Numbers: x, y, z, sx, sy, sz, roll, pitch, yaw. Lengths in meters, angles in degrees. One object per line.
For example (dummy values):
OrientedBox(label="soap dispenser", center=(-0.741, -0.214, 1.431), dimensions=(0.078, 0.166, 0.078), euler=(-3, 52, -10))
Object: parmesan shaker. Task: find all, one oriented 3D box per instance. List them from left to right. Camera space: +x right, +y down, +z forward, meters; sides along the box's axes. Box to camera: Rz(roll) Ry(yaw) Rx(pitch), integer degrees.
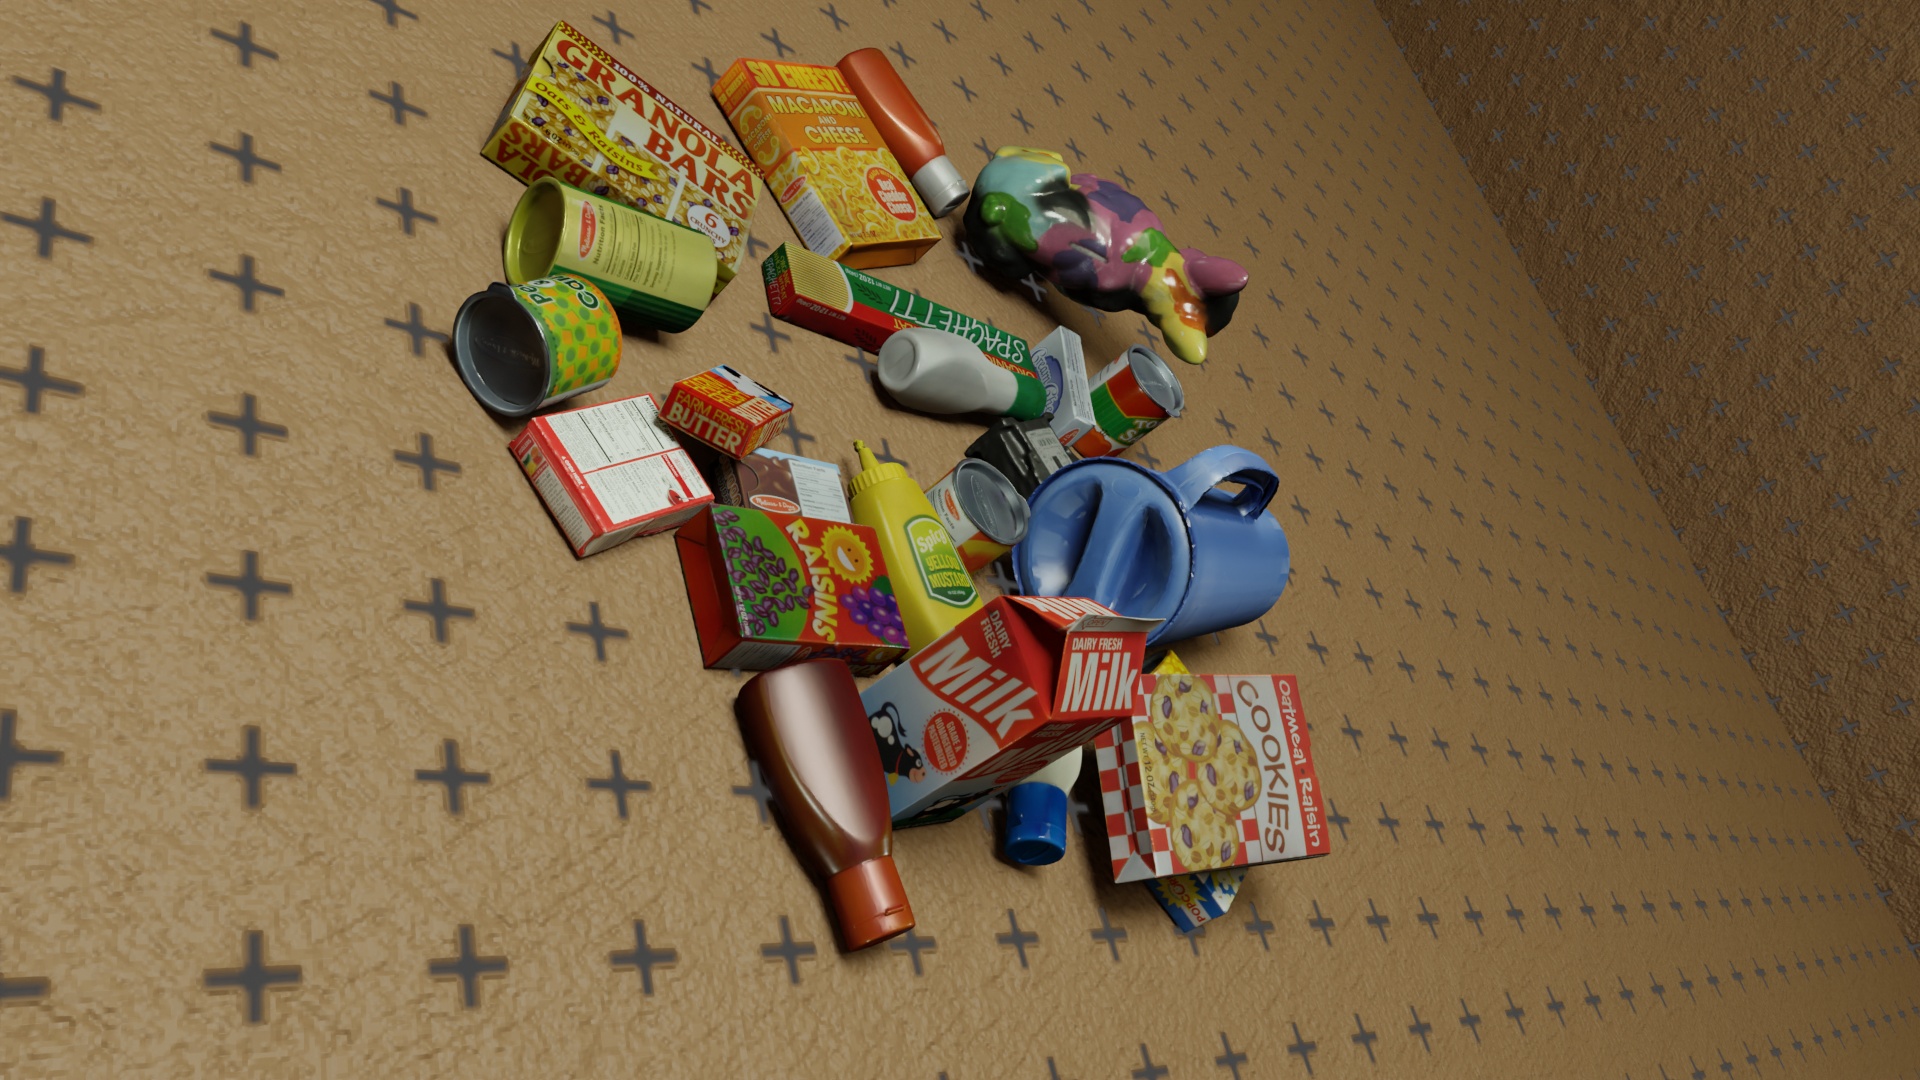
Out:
OrientedBox(label="parmesan shaker", center=(-0.203, -0.161, 0.810), dimensions=(0.103, 0.071, 0.071), euler=(12, 52, -45))

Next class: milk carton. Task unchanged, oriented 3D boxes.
OrientedBox(label="milk carton", center=(0.021, 0.085, 0.744), dimensions=(0.072, 0.189, 0.073), euler=(6, 56, -48))

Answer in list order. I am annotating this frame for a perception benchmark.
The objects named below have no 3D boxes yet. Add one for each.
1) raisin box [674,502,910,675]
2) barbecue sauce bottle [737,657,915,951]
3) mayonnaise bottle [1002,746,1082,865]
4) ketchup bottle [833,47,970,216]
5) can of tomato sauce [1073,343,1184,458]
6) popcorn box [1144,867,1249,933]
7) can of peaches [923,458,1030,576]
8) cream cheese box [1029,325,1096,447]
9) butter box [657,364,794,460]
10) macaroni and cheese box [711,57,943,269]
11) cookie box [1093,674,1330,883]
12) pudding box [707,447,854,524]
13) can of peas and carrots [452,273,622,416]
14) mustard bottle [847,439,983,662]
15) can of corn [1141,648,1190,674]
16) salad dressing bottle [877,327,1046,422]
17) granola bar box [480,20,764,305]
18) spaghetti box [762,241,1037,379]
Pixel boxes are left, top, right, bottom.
OrientedBox(label="raisin box", center=(-0.094, 0.030, 0.791), dimensions=(0.123, 0.040, 0.086), euler=(8, 54, -45))
OrientedBox(label="barbecue sauce bottle", center=(-0.065, 0.137, 0.727), dimensions=(0.065, 0.043, 0.149), euler=(-6, 65, -40))
OrientedBox(label="mayonnaise bottle", center=(0.048, 0.125, 0.858), dimensions=(0.041, 0.064, 0.149), euler=(25, 46, -23))
OrientedBox(label="ketchup bottle", center=(-0.048, -0.344, 1.172), dimensions=(0.149, 0.043, 0.065), euler=(55, 35, 2))
OrientedBox(label="can of tomato sauce", center=(0.132, -0.110, 1.143), dimensions=(0.071, 0.082, 0.071), euler=(31, 40, -30))
OrientedBox(label="popcorn box", center=(0.161, 0.193, 0.949), dimensions=(0.085, 0.038, 0.127), euler=(53, 34, -1))
OrientedBox(label="can of peaches", center=(0.003, -0.012, 0.927), dimensions=(0.071, 0.058, 0.071), euler=(31, 39, -29))
OrientedBox(label="cream cheese box", center=(0.077, -0.118, 1.111), dimensions=(0.024, 0.053, 0.104), euler=(25, 43, -33))
OrientedBox(label="butter box", center=(-0.134, -0.076, 0.807), dimensions=(0.053, 0.024, 0.104), euler=(28, 14, -1))
OrientedBox(label="macaroni and cheese box", center=(-0.101, -0.286, 1.062), dimensions=(0.124, 0.040, 0.166), euler=(-21, 78, -55))
OrientedBox(label="cookie box", center=(0.163, 0.149, 0.894), dimensions=(0.168, 0.040, 0.123), euler=(5, 70, -38))
OrientedBox(label="pudding box", center=(-0.107, -0.026, 0.834), dimensions=(0.084, 0.030, 0.050), euler=(10, 54, -45))
OrientedBox(label="can of peas and carrots", center=(-0.222, -0.106, 0.733), dimensions=(0.071, 0.070, 0.059), euler=(54, 33, 1))
OrientedBox(label="mustard bottle", center=(-0.037, 0.002, 0.875), dimensions=(0.065, 0.048, 0.160), euler=(0, 61, -52))
OrientedBox(label="can of corn", center=(0.137, 0.118, 0.962), dimensions=(0.058, 0.071, 0.071), euler=(52, 34, -1))
OrientedBox(label="salad dressing bottle", center=(0.005, -0.116, 1.017), dimensions=(0.148, 0.064, 0.044), euler=(11, 50, -48))
OrientedBox(label="granola bar box", center=(-0.210, -0.244, 0.896), dimensions=(0.165, 0.039, 0.125), euler=(33, 39, -27))
OrientedBox(label="spaghetti box", center=(-0.037, -0.157, 1.033), dimensions=(0.250, 0.028, 0.050), euler=(15, 51, -42))
